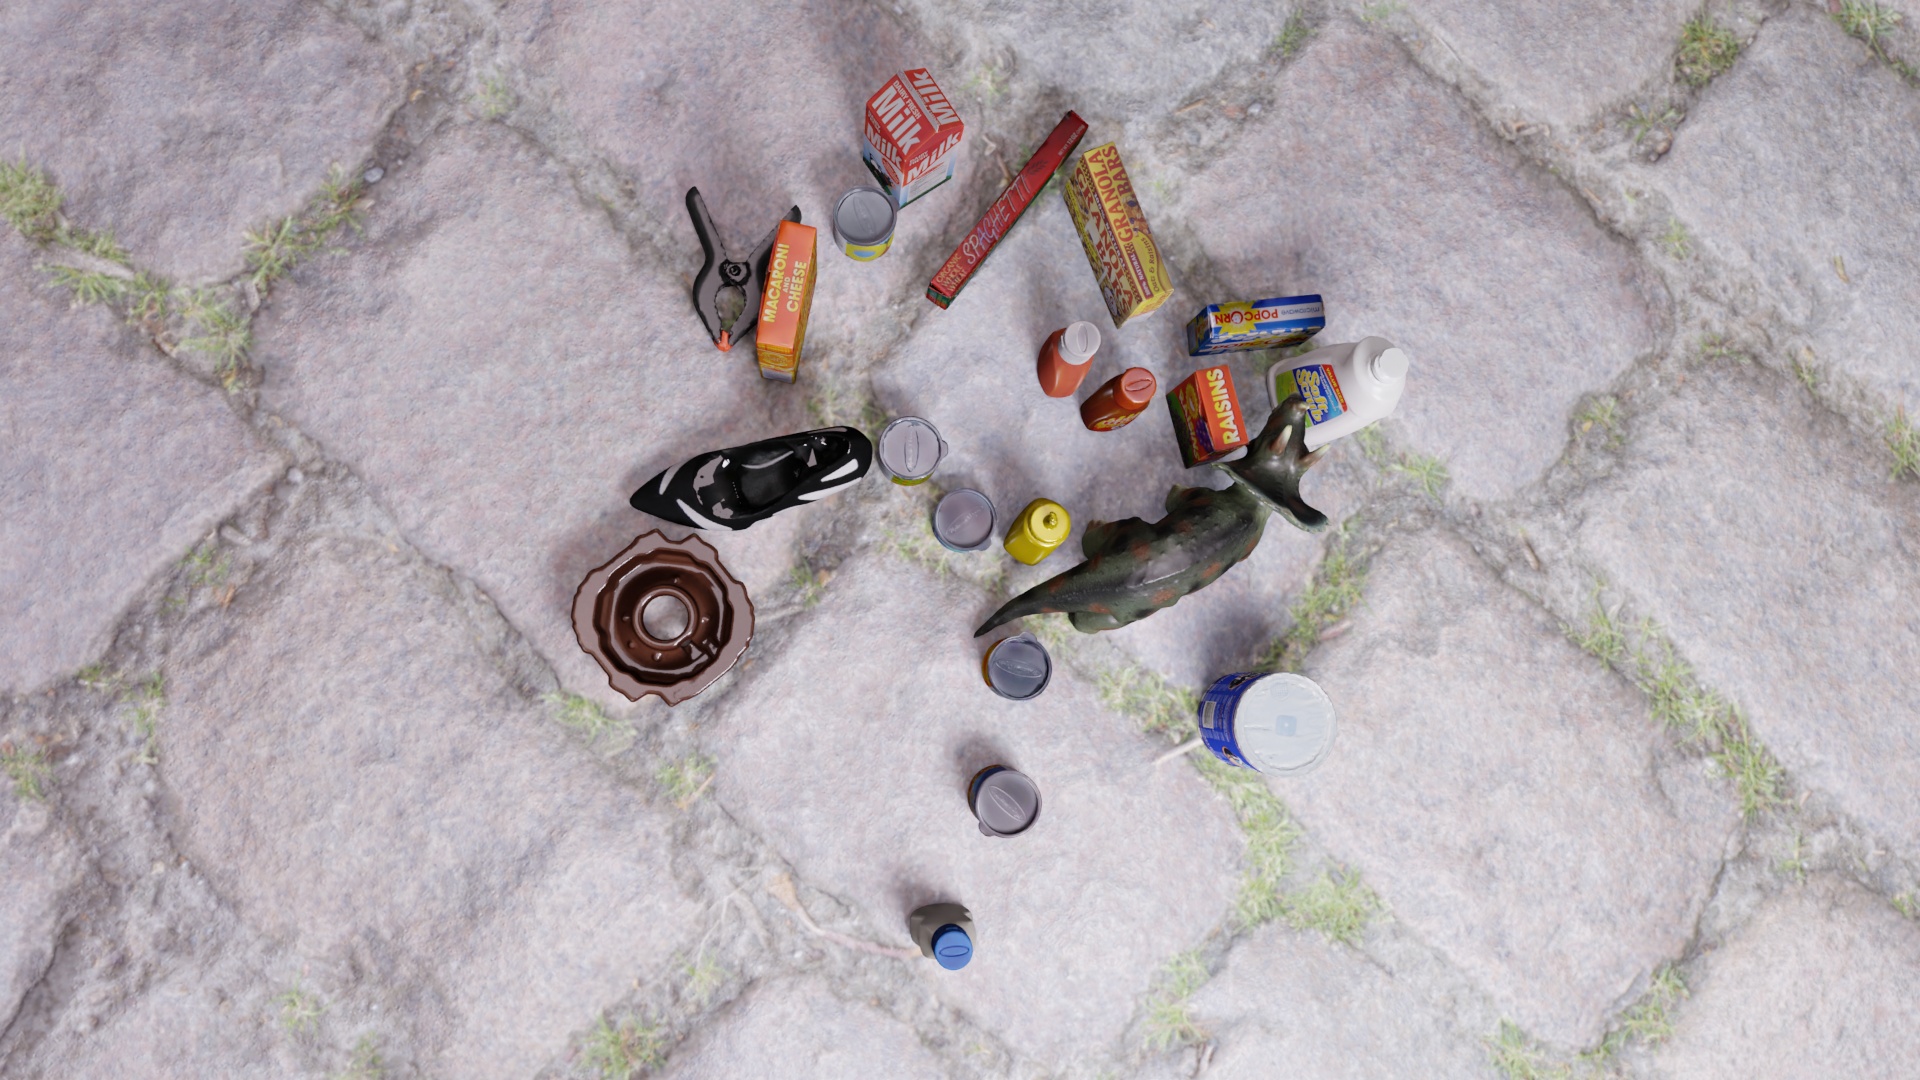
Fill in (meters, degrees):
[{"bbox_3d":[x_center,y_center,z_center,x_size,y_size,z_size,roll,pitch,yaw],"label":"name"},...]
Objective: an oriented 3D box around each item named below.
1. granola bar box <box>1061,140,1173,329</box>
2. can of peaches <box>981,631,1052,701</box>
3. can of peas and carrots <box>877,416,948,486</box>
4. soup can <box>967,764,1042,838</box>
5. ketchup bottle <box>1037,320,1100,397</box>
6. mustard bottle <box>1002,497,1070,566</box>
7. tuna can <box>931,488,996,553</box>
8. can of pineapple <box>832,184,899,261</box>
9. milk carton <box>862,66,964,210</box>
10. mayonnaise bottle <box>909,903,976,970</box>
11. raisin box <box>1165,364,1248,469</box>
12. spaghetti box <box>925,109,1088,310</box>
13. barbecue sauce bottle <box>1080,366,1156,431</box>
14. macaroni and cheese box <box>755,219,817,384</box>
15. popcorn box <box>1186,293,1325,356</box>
[{"bbox_3d":[0.162,-0.315,1.452,0.039,0.124,0.165,-21,87,-7],"label":"granola bar box"},{"bbox_3d":[0.058,0.129,1.429,0.071,0.058,0.071,1,84,-6],"label":"can of peaches"},{"bbox_3d":[-0.050,-0.092,1.440,0.071,0.058,0.071,1,84,-6],"label":"can of peas and carrots"},{"bbox_3d":[0.041,0.263,1.401,0.071,0.083,0.071,1,85,-6],"label":"soup can"},{"bbox_3d":[0.111,-0.190,1.421,0.043,0.148,0.065,-3,85,-6],"label":"ketchup bottle"},{"bbox_3d":[0.081,-0.012,1.394,0.049,0.160,0.065,34,82,-2],"label":"mustard bottle"},{"bbox_3d":[0.005,-0.018,1.452,0.071,0.033,0.071,1,84,-6],"label":"tuna can"},{"bbox_3d":[-0.099,-0.333,1.461,0.071,0.058,0.071,1,84,-6],"label":"can of pineapple"},{"bbox_3d":[-0.049,-0.411,1.407,0.073,0.190,0.072,-33,89,-8],"label":"milk carton"},{"bbox_3d":[-0.014,0.385,1.350,0.065,0.148,0.041,-3,85,-6],"label":"mayonnaise bottle"},{"bbox_3d":[0.254,-0.127,1.443,0.040,0.123,0.086,-13,86,-7],"label":"raisin box"},{"bbox_3d":[0.049,-0.351,1.482,0.028,0.050,0.250,38,82,-1],"label":"spaghetti box"},{"bbox_3d":[0.166,-0.145,1.423,0.065,0.148,0.043,-16,87,-7],"label":"barbecue sauce bottle"},{"bbox_3d":[-0.173,-0.234,1.388,0.040,0.166,0.124,11,84,-5],"label":"macaroni and cheese box"},{"bbox_3d":[0.313,-0.228,1.478,0.127,0.085,0.038,-6,85,-6],"label":"popcorn box"}]
